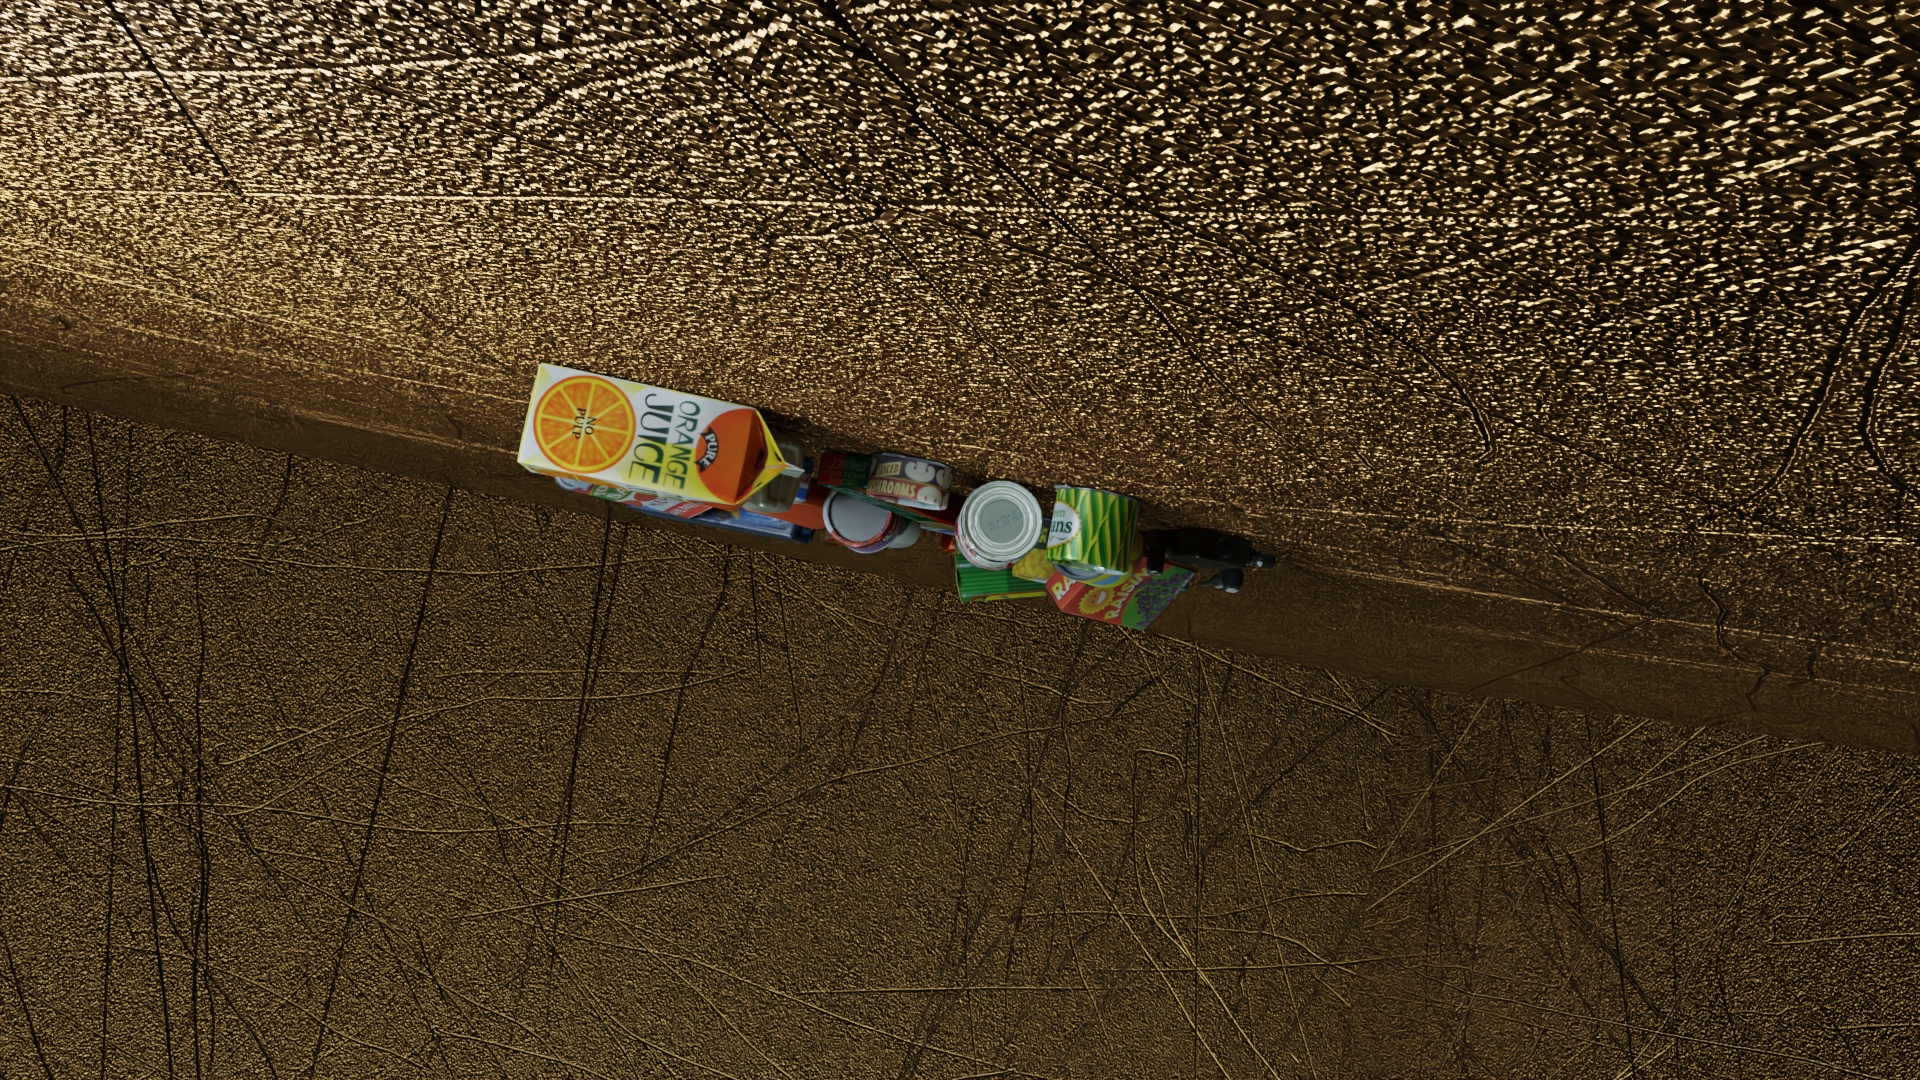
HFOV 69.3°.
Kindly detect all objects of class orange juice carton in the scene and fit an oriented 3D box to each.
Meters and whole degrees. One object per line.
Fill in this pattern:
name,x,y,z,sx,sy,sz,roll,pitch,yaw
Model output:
orange juice carton,-0.208,-0.067,0.994,0.193,0.073,0.071,11,175,-9

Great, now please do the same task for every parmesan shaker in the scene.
parmesan shaker,0.050,0.029,1.451,0.103,0.071,0.071,-5,173,7

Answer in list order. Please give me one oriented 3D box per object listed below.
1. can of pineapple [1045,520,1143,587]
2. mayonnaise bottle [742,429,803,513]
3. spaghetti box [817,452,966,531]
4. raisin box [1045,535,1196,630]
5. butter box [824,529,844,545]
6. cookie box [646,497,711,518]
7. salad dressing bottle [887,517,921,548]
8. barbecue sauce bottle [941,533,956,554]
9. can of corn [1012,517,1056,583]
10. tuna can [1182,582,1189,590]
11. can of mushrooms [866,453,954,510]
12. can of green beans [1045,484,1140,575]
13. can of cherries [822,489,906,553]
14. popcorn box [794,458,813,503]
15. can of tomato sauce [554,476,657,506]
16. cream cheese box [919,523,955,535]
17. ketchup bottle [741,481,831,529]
can of pineapple,0.113,0.003,1.148,0.071,0.071,0.058,9,175,27
mayonnaise bottle,-0.184,-0.061,1.109,0.041,0.064,0.148,11,-179,-43
spaghetti box,-0.048,-0.040,1.236,0.050,0.028,0.250,8,175,23
raisin box,0.152,0.035,1.318,0.123,0.085,0.040,15,-146,-42
butter box,-0.119,-0.023,1.464,0.024,0.053,0.103,14,175,-14
cookie box,-0.334,-0.069,1.393,0.167,0.040,0.123,18,170,-20
salad dressing bottle,-0.071,-0.020,1.446,0.064,0.044,0.147,18,174,-3
barbecue sauce bottle,0.053,0.010,1.522,0.149,0.043,0.065,13,175,-21
can of corn,0.086,0.011,1.350,0.071,0.058,0.071,11,175,1
tuna can,0.211,0.032,1.468,0.071,0.033,0.071,11,175,1
can of mushrooms,-0.041,-0.047,1.100,0.071,0.033,0.071,11,176,1
can of green beans,0.103,-0.007,1.082,0.071,0.058,0.071,11,175,1
can of cherries,-0.089,-0.024,1.304,0.071,0.071,0.058,11,174,7
popcorn box,-0.188,-0.060,1.262,0.085,0.038,0.126,12,175,-16
can of tomato sauce,-0.319,-0.069,1.273,0.071,0.071,0.083,8,175,36
cream cheese box,0.005,-0.018,1.406,0.053,0.024,0.103,12,176,-27
ketchup bottle,-0.189,-0.047,1.383,0.064,0.043,0.149,-13,160,40
